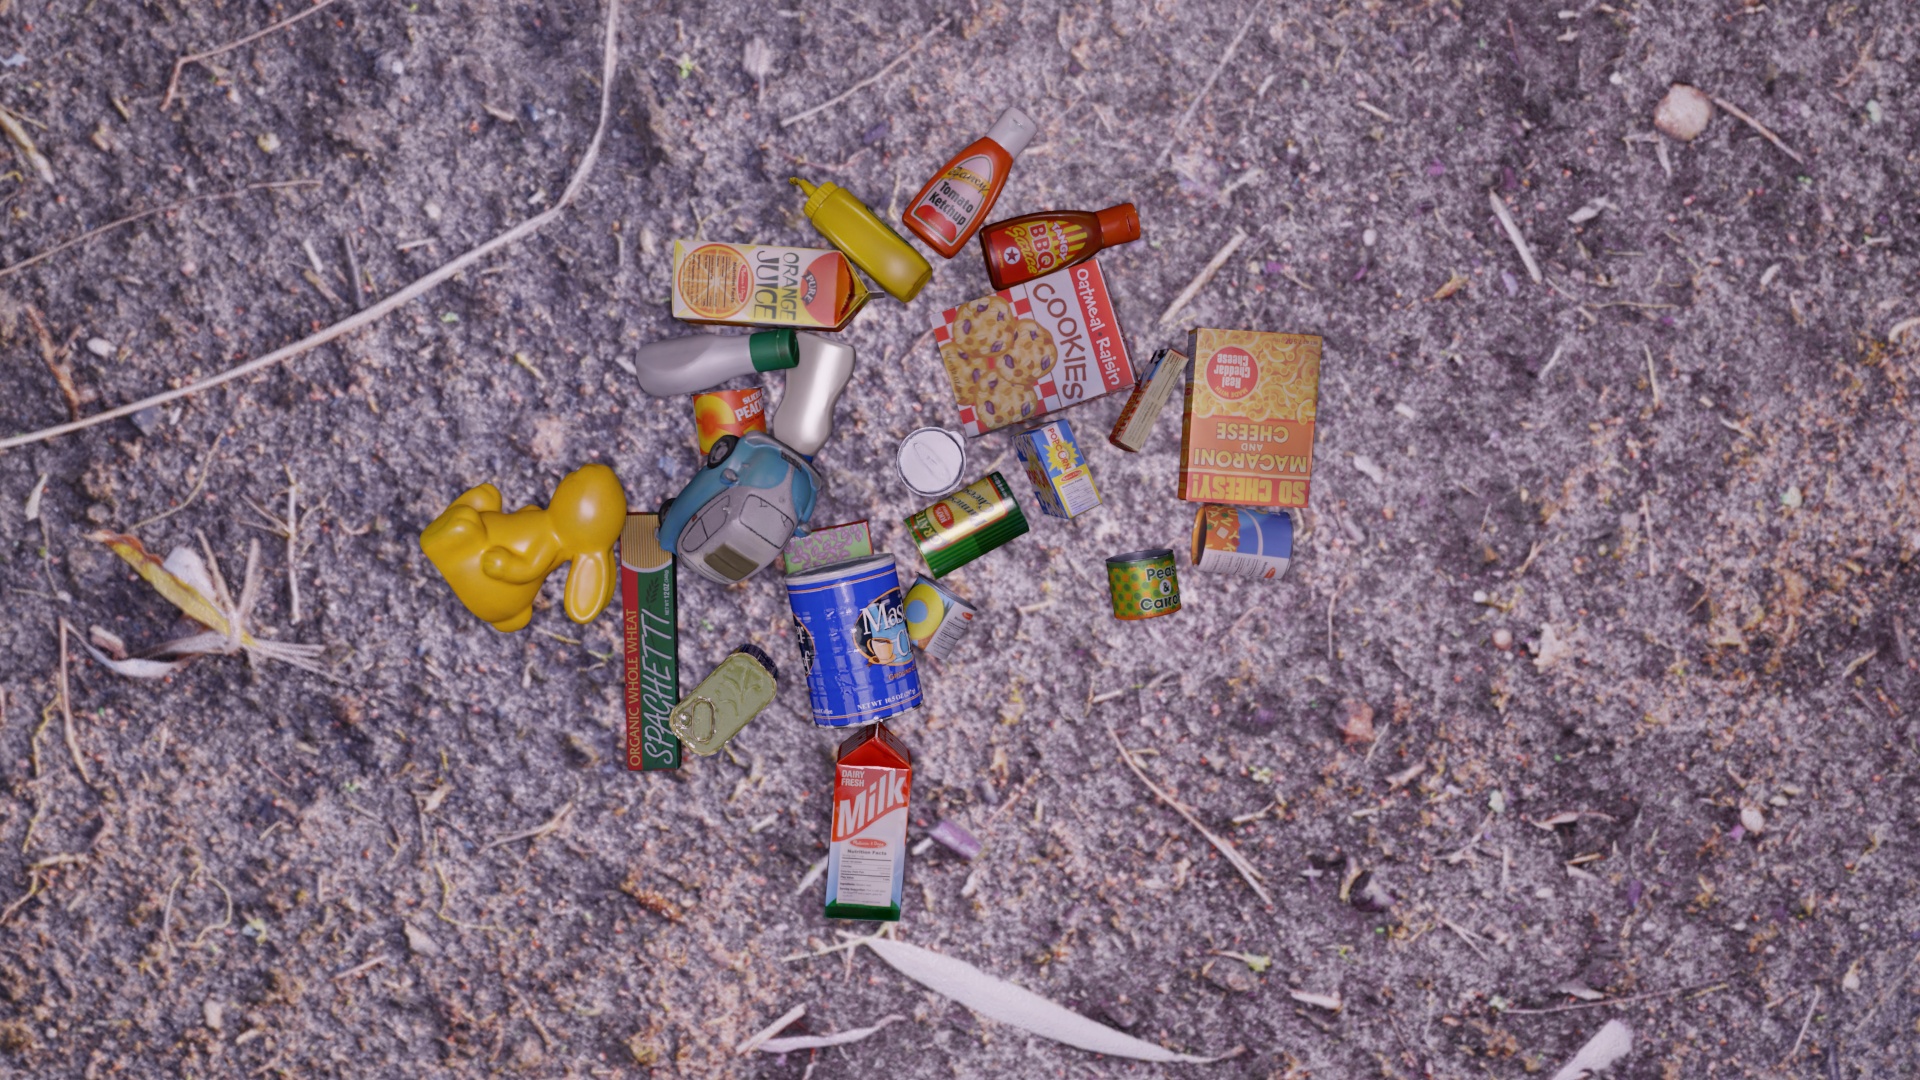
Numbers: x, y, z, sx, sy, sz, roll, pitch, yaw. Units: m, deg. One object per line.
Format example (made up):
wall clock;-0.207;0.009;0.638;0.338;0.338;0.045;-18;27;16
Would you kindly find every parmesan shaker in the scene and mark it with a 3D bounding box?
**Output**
parmesan shaker;0.005;-0.017;1.324;0.103;0.071;0.071;-28;95;-2

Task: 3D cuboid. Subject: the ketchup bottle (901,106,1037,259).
ketchup bottle;0.013;-0.341;1.314;0.065;0.043;0.149;39;90;-3

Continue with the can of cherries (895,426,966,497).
can of cherries;-0.026;-0.076;1.320;0.071;0.058;0.071;0;93;-3

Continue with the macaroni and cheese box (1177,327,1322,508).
macaroni and cheese box;0.280;-0.118;1.347;0.124;0.040;0.166;4;93;-4

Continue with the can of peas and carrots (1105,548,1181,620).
can of peas and carrots;0.178;0.042;1.335;0.071;0.071;0.058;-10;95;-3

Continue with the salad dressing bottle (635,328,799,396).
salad dressing bottle;-0.225;-0.168;1.291;0.147;0.064;0.043;-7;131;10

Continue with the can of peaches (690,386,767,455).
can of peaches;-0.214;-0.112;1.301;0.071;0.071;0.058;-7;95;-3

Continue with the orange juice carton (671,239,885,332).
orange juice carton;-0.166;-0.235;1.295;0.193;0.072;0.073;3;94;-4

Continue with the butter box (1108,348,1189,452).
butter box;0.179;-0.134;1.333;0.024;0.053;0.103;28;92;-8

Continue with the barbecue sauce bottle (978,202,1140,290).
barbecue sauce bottle;0.096;-0.286;1.322;0.149;0.044;0.064;-16;103;-3

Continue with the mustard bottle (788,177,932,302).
mustard bottle;-0.098;-0.290;1.301;0.160;0.065;0.049;41;95;-1

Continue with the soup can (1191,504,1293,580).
soup can;0.271;-0.001;1.342;0.084;0.071;0.071;6;93;-4

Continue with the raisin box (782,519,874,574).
raisin box;-0.119;0.048;1.332;0.086;0.040;0.123;-10;95;-4

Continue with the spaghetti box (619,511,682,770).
spaghetti box;-0.296;0.098;1.328;0.050;0.029;0.249;-1;93;-3

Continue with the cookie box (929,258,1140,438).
cookie box;0.070;-0.179;1.308;0.167;0.040;0.123;-17;89;11

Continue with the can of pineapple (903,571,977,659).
can of pineapple;-0.028;0.072;1.327;0.071;0.071;0.058;32;92;-5

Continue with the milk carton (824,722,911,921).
milk carton;-0.087;0.260;1.330;0.073;0.072;0.190;4;94;-4

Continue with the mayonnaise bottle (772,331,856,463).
mayonnaise bottle;-0.147;-0.120;1.319;0.065;0.041;0.148;17;94;0

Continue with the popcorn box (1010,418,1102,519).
popcorn box;0.088;-0.067;1.294;0.038;0.127;0.085;-25;95;-4
